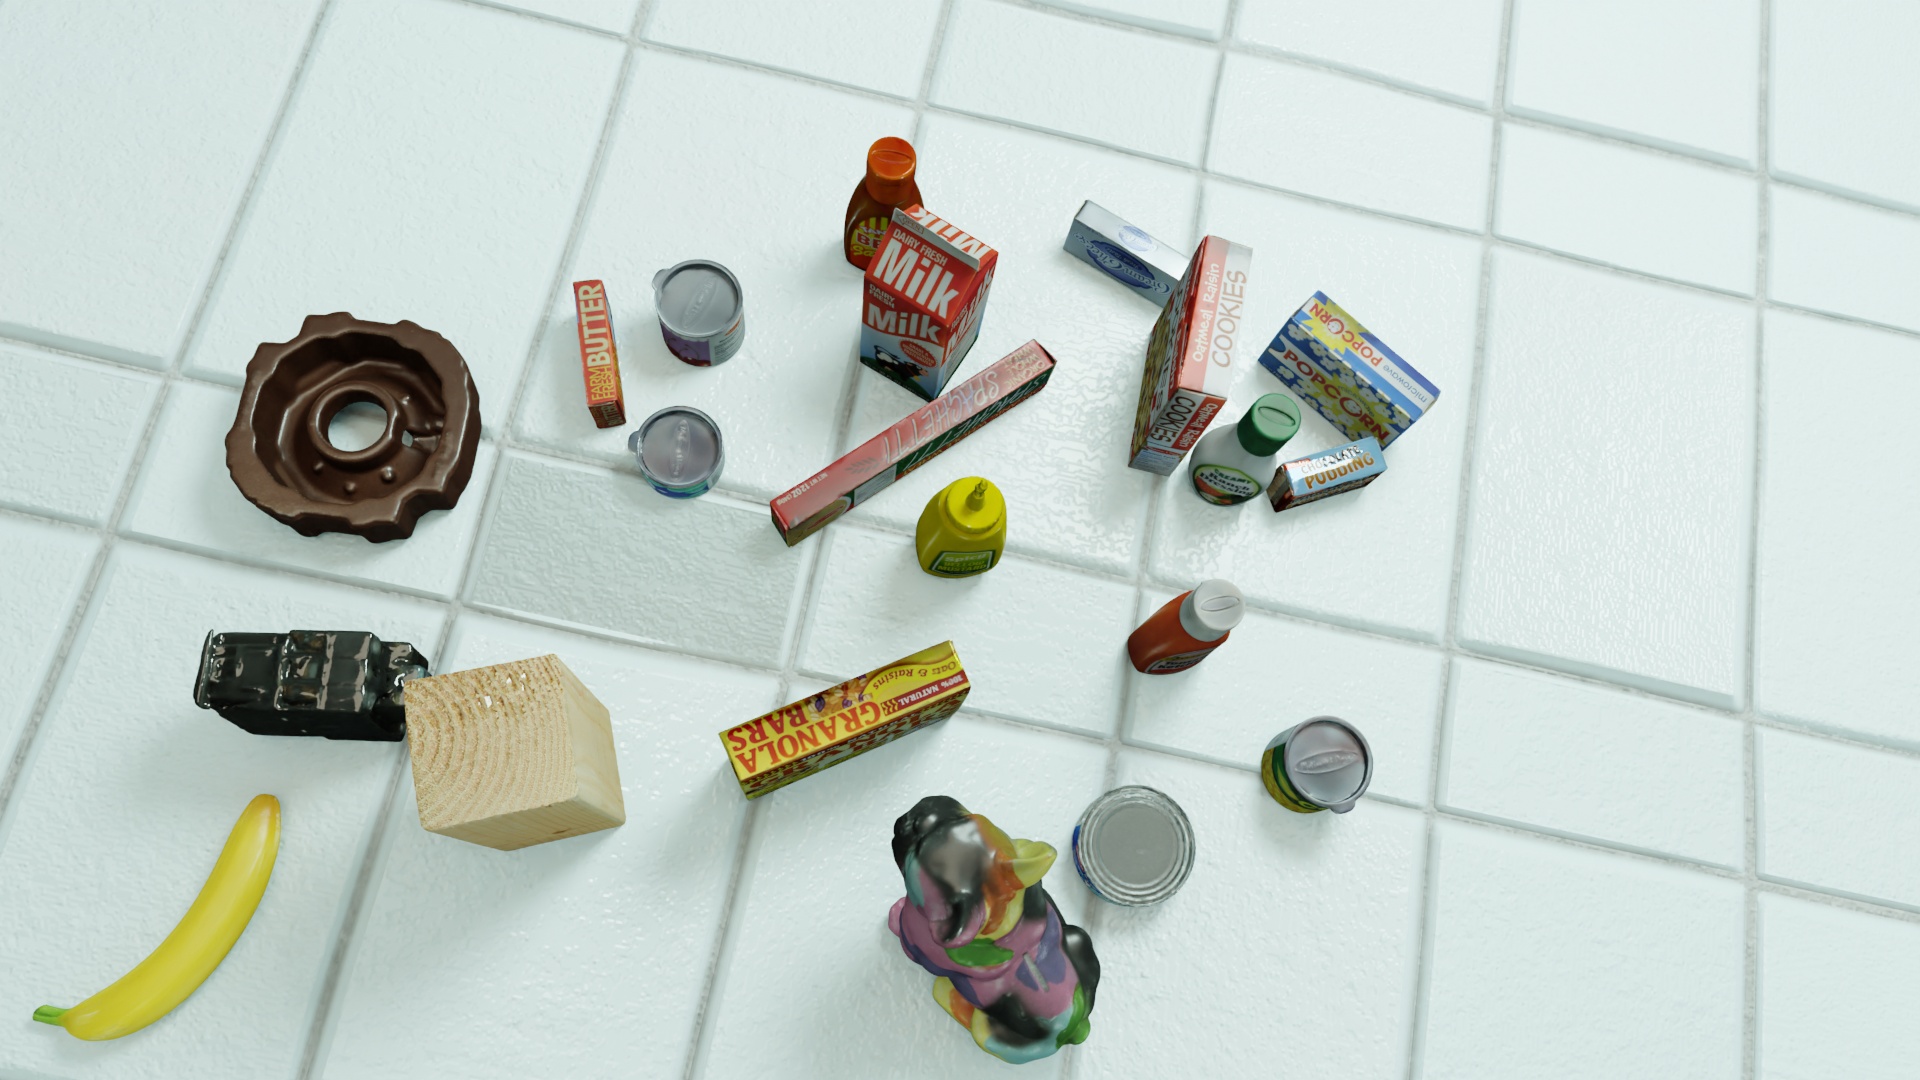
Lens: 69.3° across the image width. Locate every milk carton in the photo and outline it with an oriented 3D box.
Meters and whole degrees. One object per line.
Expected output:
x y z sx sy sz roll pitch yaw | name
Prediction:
-0.025 -0.180 1.028 0.072 0.190 0.073 32 73 4 | milk carton

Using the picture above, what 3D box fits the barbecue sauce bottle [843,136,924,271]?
-0.057 -0.256 1.070 0.065 0.148 0.044 8 73 -4 | barbecue sauce bottle

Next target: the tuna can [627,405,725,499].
-0.215 -0.066 1.056 0.071 0.032 0.071 2 73 -6 | tuna can

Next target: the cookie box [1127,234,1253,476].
0.170 -0.135 1.048 0.040 0.167 0.123 13 73 -2 | cookie box

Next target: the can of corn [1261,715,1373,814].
0.262 0.168 1.024 0.071 0.058 0.071 2 73 -6 | can of corn

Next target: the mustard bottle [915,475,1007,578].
0.004 -0.012 0.997 0.065 0.159 0.049 -3 74 -7 | mustard bottle

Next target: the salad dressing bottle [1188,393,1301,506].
0.214 -0.068 1.043 0.064 0.147 0.044 22 73 1 | salad dressing bottle

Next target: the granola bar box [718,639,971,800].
-0.080 0.127 0.965 0.166 0.124 0.039 -21 77 -12 | granola bar box

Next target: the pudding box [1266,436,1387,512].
0.288 -0.052 1.097 0.084 0.049 0.030 -16 76 -10 | pudding box

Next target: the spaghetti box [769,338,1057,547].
-0.035 -0.076 1.069 0.251 0.050 0.029 -33 80 -14 | spaghetti box

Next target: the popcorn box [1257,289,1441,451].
0.307 -0.131 1.104 0.127 0.085 0.038 42 74 7 | popcorn box

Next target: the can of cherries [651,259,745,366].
-0.203 -0.177 1.077 0.071 0.058 0.071 2 73 -6 | can of cherries

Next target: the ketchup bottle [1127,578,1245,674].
0.165 0.062 0.998 0.065 0.148 0.043 -11 75 -9 | ketchup bottle

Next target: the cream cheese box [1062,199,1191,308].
0.137 -0.233 1.133 0.104 0.053 0.024 31 73 4 | cream cheese box

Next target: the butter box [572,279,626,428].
-0.276 -0.142 1.062 0.024 0.053 0.103 -9 75 -8 | butter box
